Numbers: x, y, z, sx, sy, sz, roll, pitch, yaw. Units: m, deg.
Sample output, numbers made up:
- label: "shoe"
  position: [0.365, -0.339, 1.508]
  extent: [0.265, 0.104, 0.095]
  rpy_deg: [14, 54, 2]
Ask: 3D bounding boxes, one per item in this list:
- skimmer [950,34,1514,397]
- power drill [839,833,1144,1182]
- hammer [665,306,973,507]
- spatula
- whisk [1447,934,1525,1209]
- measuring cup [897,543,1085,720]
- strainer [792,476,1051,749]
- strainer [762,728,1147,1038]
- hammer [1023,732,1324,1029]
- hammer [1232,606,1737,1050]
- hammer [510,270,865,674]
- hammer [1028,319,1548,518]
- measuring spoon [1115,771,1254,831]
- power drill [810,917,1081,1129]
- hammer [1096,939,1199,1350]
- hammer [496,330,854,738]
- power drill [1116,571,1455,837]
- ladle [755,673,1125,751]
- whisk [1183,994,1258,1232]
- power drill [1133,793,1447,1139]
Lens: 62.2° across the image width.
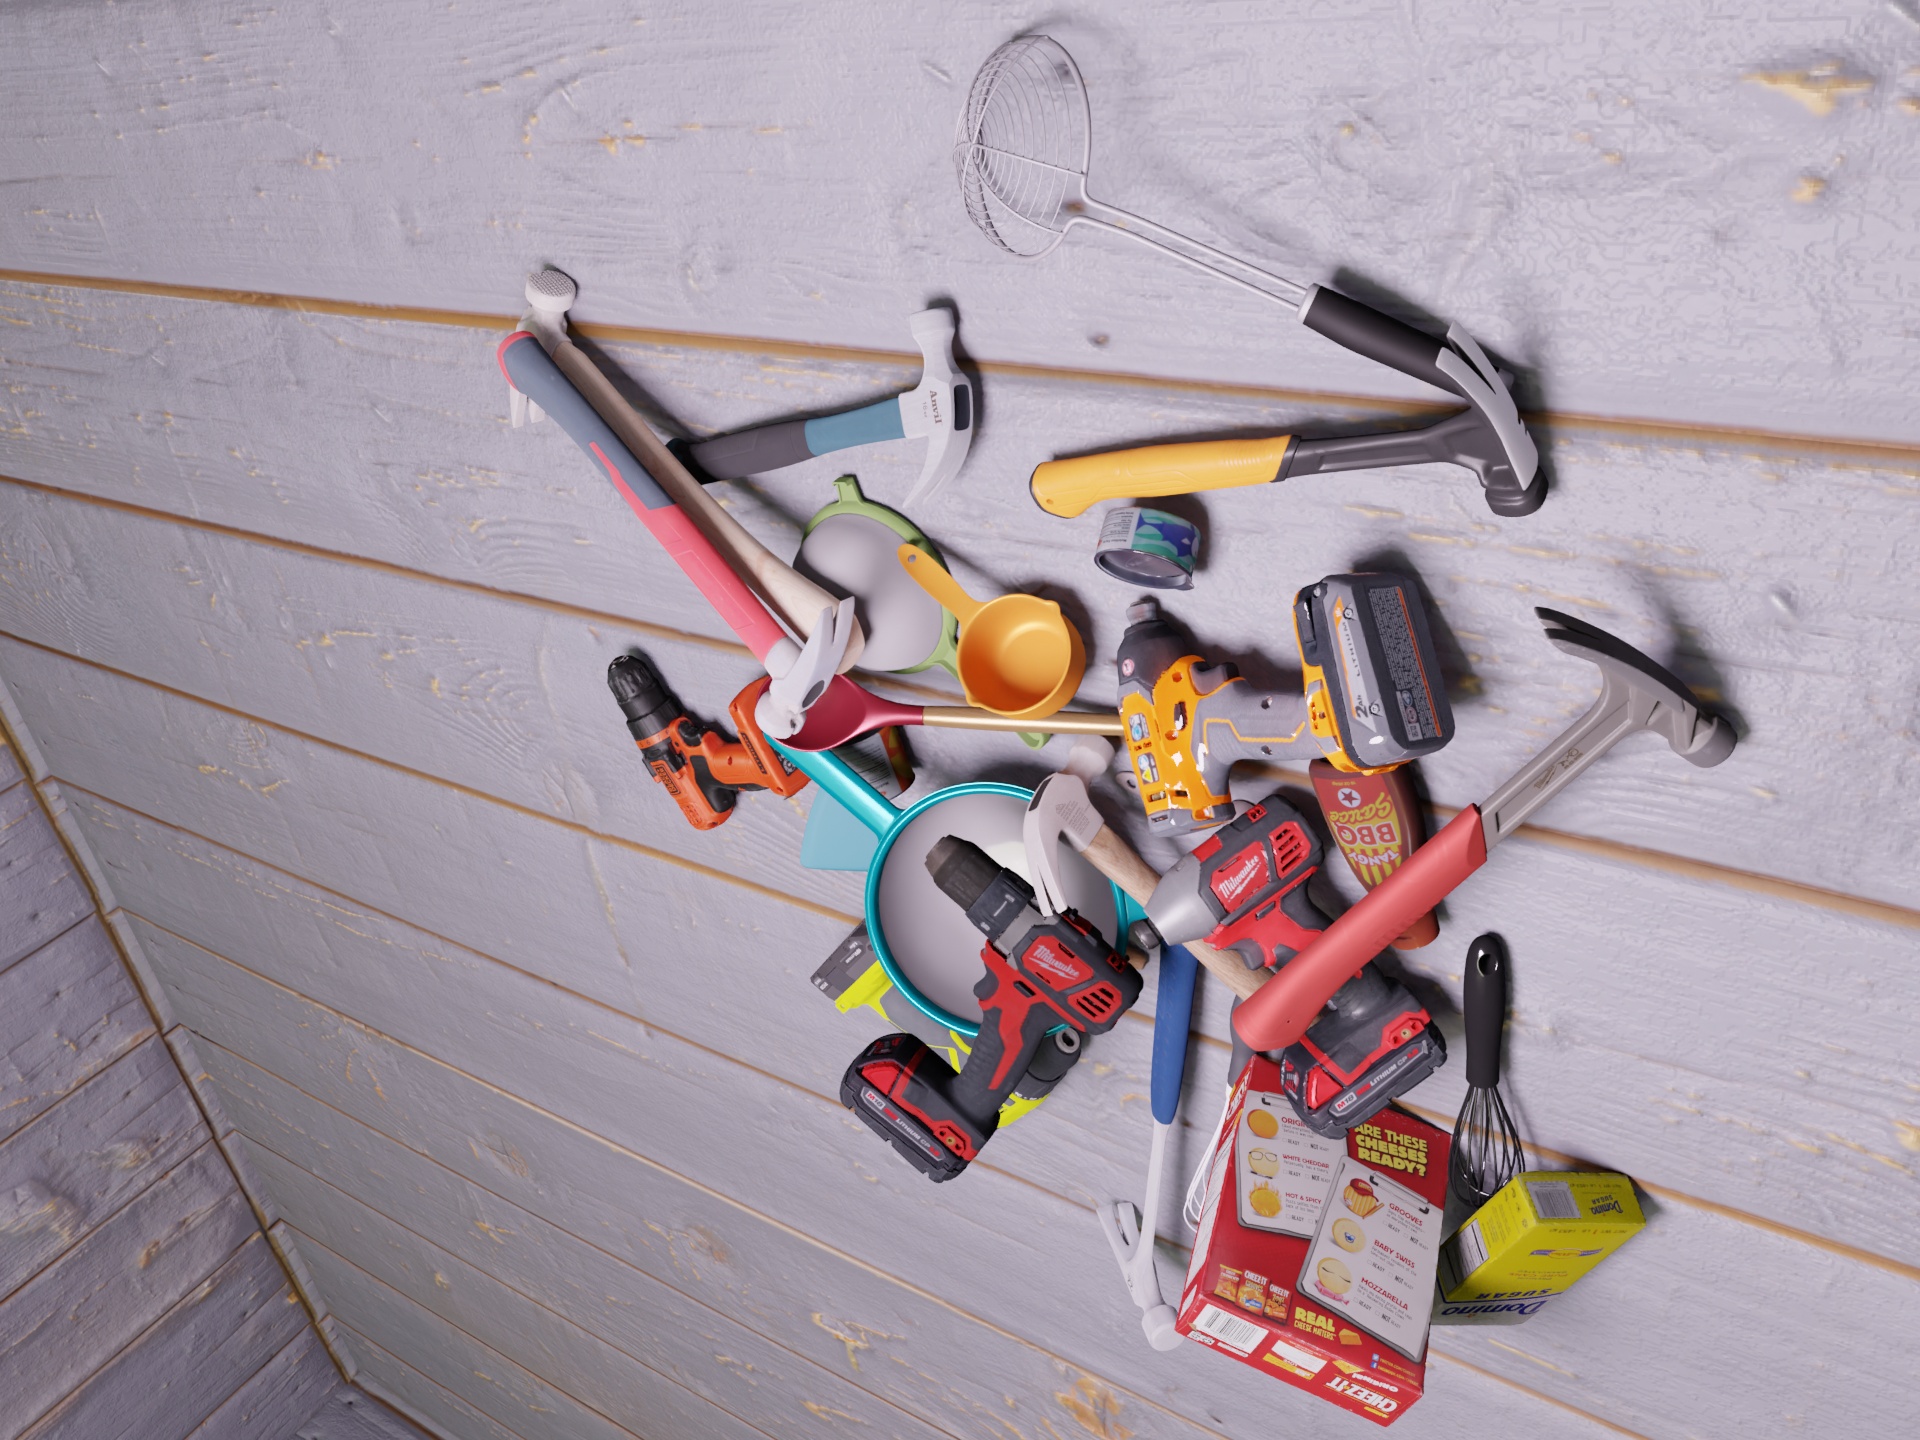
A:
- label: "skimmer"
  position: [0.154, -0.279, 0.926]
  extent: [0.363, 0.090, 0.127]
  rpy_deg: [27, 132, 8]
- label: "power drill"
  position: [0.003, 0.214, 1.206]
  extent: [0.188, 0.080, 0.226]
  rpy_deg: [40, 107, 4]
- label: "hammer"
  position: [-0.118, -0.211, 1.185]
  extent: [0.331, 0.033, 0.128]
  rpy_deg: [-2, 102, 44]
- label: "spatula"
  position: [0.011, 0.143, 1.344]
  extent: [0.318, 0.044, 0.082]
  rpy_deg: [23, 105, 23]
- label: "whisk"
  position: [0.374, 0.253, 1.128]
  extent: [0.055, 0.055, 0.238]
  rpy_deg: [10, 121, 34]
- label: "measuring cup"
  position: [0.020, -0.070, 1.166]
  extent: [0.095, 0.052, 0.174]
  rpy_deg: [-49, 64, 9]
- label: "strainer"
  position: [-0.042, -0.055, 1.222]
  extent: [0.256, 0.069, 0.151]
  rpy_deg: [42, 137, 9]
- label: "strainer"
  position: [-0.012, 0.101, 1.274]
  extent: [0.340, 0.095, 0.211]
  rpy_deg: [40, 110, 6]
- label: "hammer"
  position: [0.178, 0.162, 1.178]
  extent: [0.331, 0.130, 0.031]
  rpy_deg: [42, 150, -8]
- label: "hammer"
  position: [0.284, 0.087, 0.972]
  extent: [0.149, 0.037, 0.359]
  rpy_deg: [27, 124, -20]
- label: "hammer"
  position: [-0.222, -0.175, 1.248]
  extent: [0.411, 0.038, 0.146]
  rpy_deg: [45, 137, 20]
- label: "hammer"
  position: [0.174, -0.162, 0.969]
  extent: [0.337, 0.034, 0.127]
  rpy_deg: [1, 145, 43]
- label: "measuring spoon"
  position: [0.166, 0.064, 1.176]
  extent: [0.124, 0.018, 0.034]
  rpy_deg: [19, 131, 29]
- label: "power drill"
  position: [-0.009, 0.263, 1.427]
  extent: [0.228, 0.080, 0.190]
  rpy_deg: [43, 138, 1]
- label: "hammer"
  position: [0.165, 0.334, 1.333]
  extent: [0.144, 0.035, 0.405]
  rpy_deg: [-119, 26, -57]
- label: "hammer"
  position: [-0.224, -0.168, 1.196]
  extent: [0.386, 0.038, 0.143]
  rpy_deg: [49, 138, 15]
- label: "power drill"
  position: [0.191, -0.023, 1.032]
  extent: [0.226, 0.084, 0.164]
  rpy_deg: [-22, 78, 49]
- label: "ladle"
  position: [-0.002, -0.004, 1.194]
  extent: [0.315, 0.031, 0.069]
  rpy_deg: [3, 91, 16]
- label: "whisk"
  position: [0.225, 0.325, 1.295]
  extent: [0.070, 0.070, 0.284]
  rpy_deg: [19, 126, 28]
- label: "power drill"
  position: [0.229, 0.176, 1.120]
  extent: [0.219, 0.143, 0.078]
  rpy_deg: [55, 179, -8]
